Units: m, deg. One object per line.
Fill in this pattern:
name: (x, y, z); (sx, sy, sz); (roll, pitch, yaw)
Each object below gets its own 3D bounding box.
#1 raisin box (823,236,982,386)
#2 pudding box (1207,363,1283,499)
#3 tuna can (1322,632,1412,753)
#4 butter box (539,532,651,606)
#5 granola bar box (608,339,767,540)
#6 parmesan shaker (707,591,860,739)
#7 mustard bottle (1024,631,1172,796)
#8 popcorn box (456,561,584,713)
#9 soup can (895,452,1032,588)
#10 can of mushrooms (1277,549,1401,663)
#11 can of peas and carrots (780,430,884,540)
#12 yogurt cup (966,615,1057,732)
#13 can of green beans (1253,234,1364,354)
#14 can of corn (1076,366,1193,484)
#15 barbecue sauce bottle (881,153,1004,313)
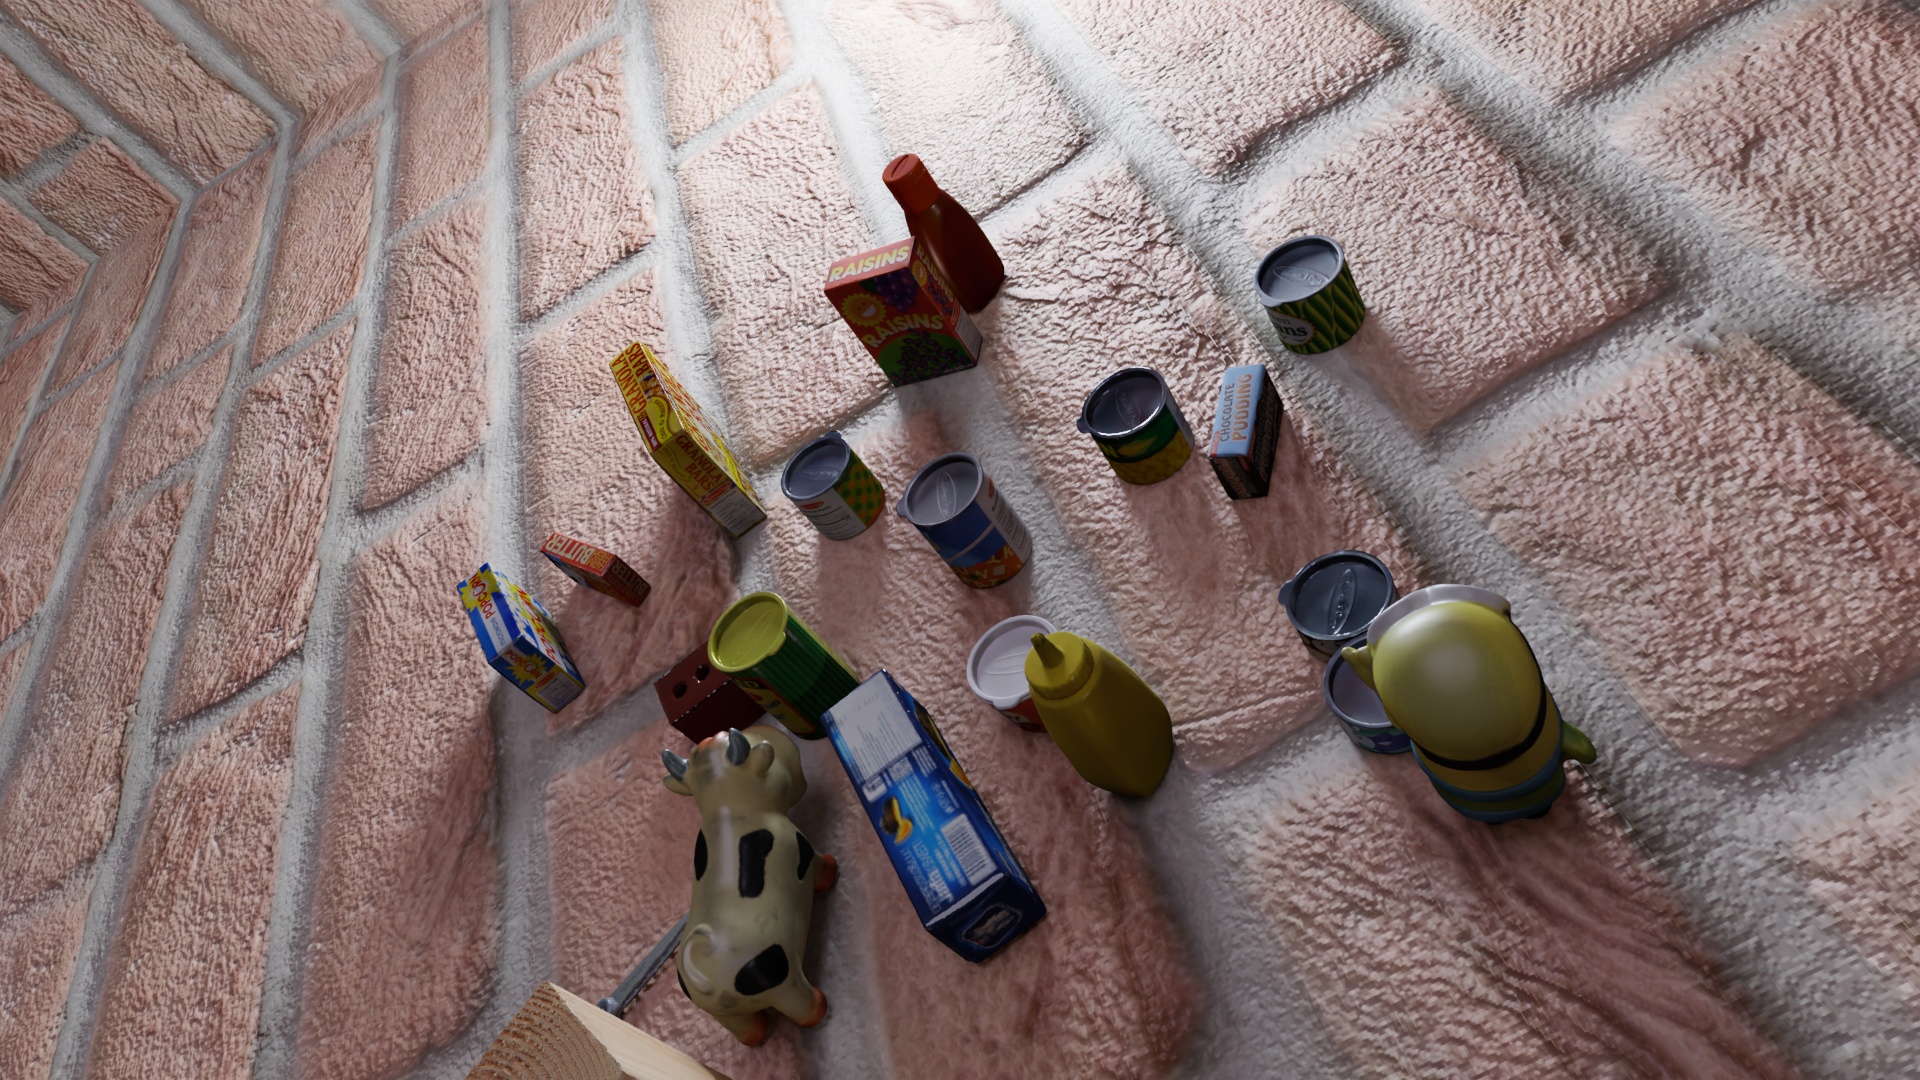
raisin box: (-0.047, -0.192, 1.179); (0.086, 0.123, 0.040); (-11, 49, 27)
pudding box: (0.199, -0.076, 0.966); (0.030, 0.049, 0.084); (-5, 52, 32)
tuna can: (0.249, 0.087, 0.804); (0.071, 0.032, 0.071); (-19, 46, 21)
butter box: (-0.324, 0.025, 1.232); (0.103, 0.053, 0.024); (15, 64, 42)
granola bar box: (-0.242, -0.089, 1.223); (0.039, 0.124, 0.166); (-38, 42, 2)
parmesan shaker: (-0.124, 0.093, 1.001); (0.071, 0.102, 0.072); (-19, 46, 21)
mustard bottle: (0.076, 0.094, 0.821); (0.049, 0.159, 0.065); (3, 57, 37)
popcorn box: (-0.380, 0.083, 1.197); (0.038, 0.085, 0.127); (-42, 42, -3)
soup can: (0.004, -0.013, 1.019); (0.071, 0.083, 0.072); (-19, 46, 21)
can of mushrooms: (0.234, 0.041, 0.853); (0.071, 0.033, 0.071); (-19, 46, 21)
can of peas and carrots: (-0.103, -0.045, 1.138); (0.071, 0.058, 0.071); (-19, 46, 21)
yogurt cup: (0.046, 0.091, 0.923); (0.072, 0.053, 0.073); (-19, 46, 21)
can of green beans: (0.254, -0.178, 1.010); (0.071, 0.057, 0.071); (-19, 46, 21)
can of corn: (0.128, -0.082, 1.013); (0.071, 0.058, 0.071); (-19, 46, 21)
barbecue sauce bottle: (-0.016, -0.268, 1.205); (0.043, 0.148, 0.065); (9, 60, 39)
